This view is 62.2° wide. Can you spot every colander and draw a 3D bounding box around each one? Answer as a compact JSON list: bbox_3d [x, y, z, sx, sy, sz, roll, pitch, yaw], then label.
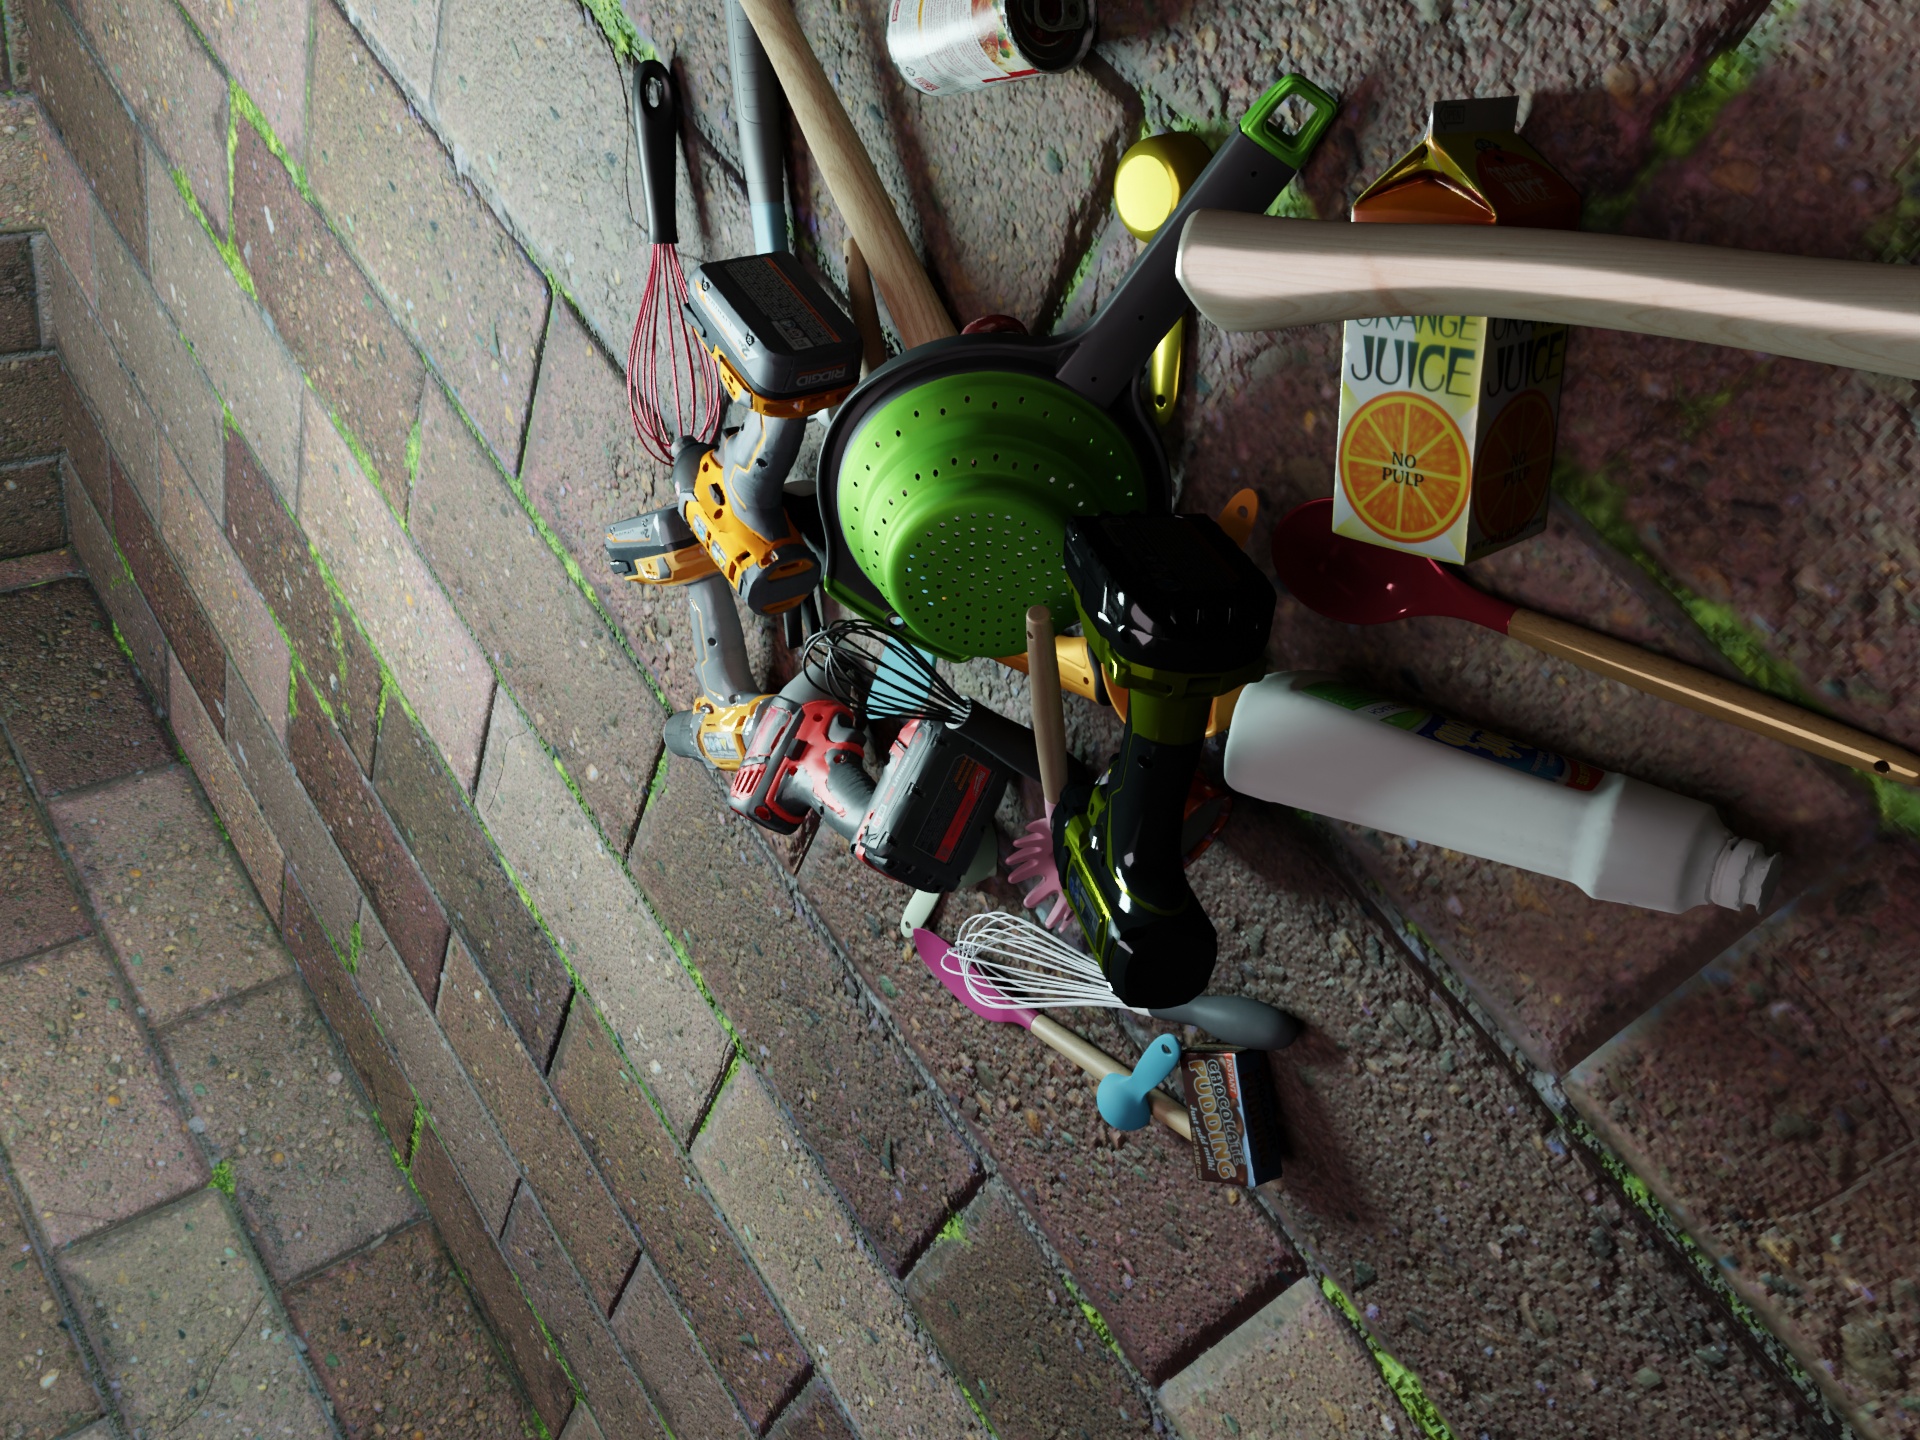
[{"bbox_3d":[0.060,-0.154,0.838,0.204,0.095,0.397,28,126,-18],"label":"colander"}]

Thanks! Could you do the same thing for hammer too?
[{"bbox_3d":[0.273,-0.169,0.593,0.411,0.038,0.146,16,118,29],"label":"hammer"},{"bbox_3d":[-0.015,-0.068,1.085,0.337,0.034,0.127,25,124,43],"label":"hammer"},{"bbox_3d":[-0.133,-0.370,1.091,0.128,0.033,0.330,18,120,45],"label":"hammer"},{"bbox_3d":[-0.083,-0.377,1.004,0.130,0.031,0.331,-26,91,32],"label":"hammer"}]

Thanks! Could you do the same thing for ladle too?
[{"bbox_3d":[0.281,-0.038,0.738,0.316,0.031,0.069,29,134,38],"label":"ladle"}]

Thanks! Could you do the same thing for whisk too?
[{"bbox_3d":[-0.222,-0.339,1.199,0.073,0.073,0.295,17,114,47],"label":"whisk"},{"bbox_3d":[-0.002,-0.002,0.967,0.055,0.238,0.055,-26,50,36],"label":"whisk"},{"bbox_3d":[0.099,0.176,1.046,0.285,0.070,0.070,6,111,44],"label":"whisk"}]

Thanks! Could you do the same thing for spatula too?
[{"bbox_3d":[-0.052,-0.162,1.043,0.082,0.044,0.317,-14,85,58],"label":"spatula"}]

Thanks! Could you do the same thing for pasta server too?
[{"bbox_3d":[0.051,0.036,0.962,0.060,0.040,0.316,43,160,29],"label":"pasta server"}]

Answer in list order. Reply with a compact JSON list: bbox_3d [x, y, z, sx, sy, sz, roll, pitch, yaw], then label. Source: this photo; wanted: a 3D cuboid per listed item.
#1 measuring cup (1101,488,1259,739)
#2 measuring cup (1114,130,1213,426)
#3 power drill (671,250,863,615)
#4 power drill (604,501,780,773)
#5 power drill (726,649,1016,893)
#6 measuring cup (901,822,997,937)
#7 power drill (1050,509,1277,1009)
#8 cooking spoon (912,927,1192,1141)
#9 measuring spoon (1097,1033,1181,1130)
[{"bbox_3d":[0.141,-0.061,0.881,0.095,0.052,0.173,47,136,27],"label":"measuring cup"},{"bbox_3d":[0.106,-0.234,0.858,0.062,0.029,0.156,24,123,43],"label":"measuring cup"},{"bbox_3d":[-0.147,-0.203,1.094,0.164,0.084,0.226,52,145,28],"label":"power drill"},{"bbox_3d":[-0.214,-0.064,1.303,0.185,0.084,0.226,-2,110,53],"label":"power drill"},{"bbox_3d":[-0.070,0.030,1.136,0.220,0.078,0.143,18,80,48],"label":"power drill"},{"bbox_3d":[-0.027,0.117,1.181,0.083,0.038,0.167,50,137,24],"label":"measuring cup"},{"bbox_3d":[0.090,0.012,0.823,0.171,0.080,0.223,-114,24,-58],"label":"power drill"},{"bbox_3d":[0.073,0.227,1.127,0.319,0.017,0.068,28,144,41],"label":"cooking spoon"},{"bbox_3d":[0.115,0.236,1.034,0.042,0.021,0.128,47,148,18],"label":"measuring spoon"}]
